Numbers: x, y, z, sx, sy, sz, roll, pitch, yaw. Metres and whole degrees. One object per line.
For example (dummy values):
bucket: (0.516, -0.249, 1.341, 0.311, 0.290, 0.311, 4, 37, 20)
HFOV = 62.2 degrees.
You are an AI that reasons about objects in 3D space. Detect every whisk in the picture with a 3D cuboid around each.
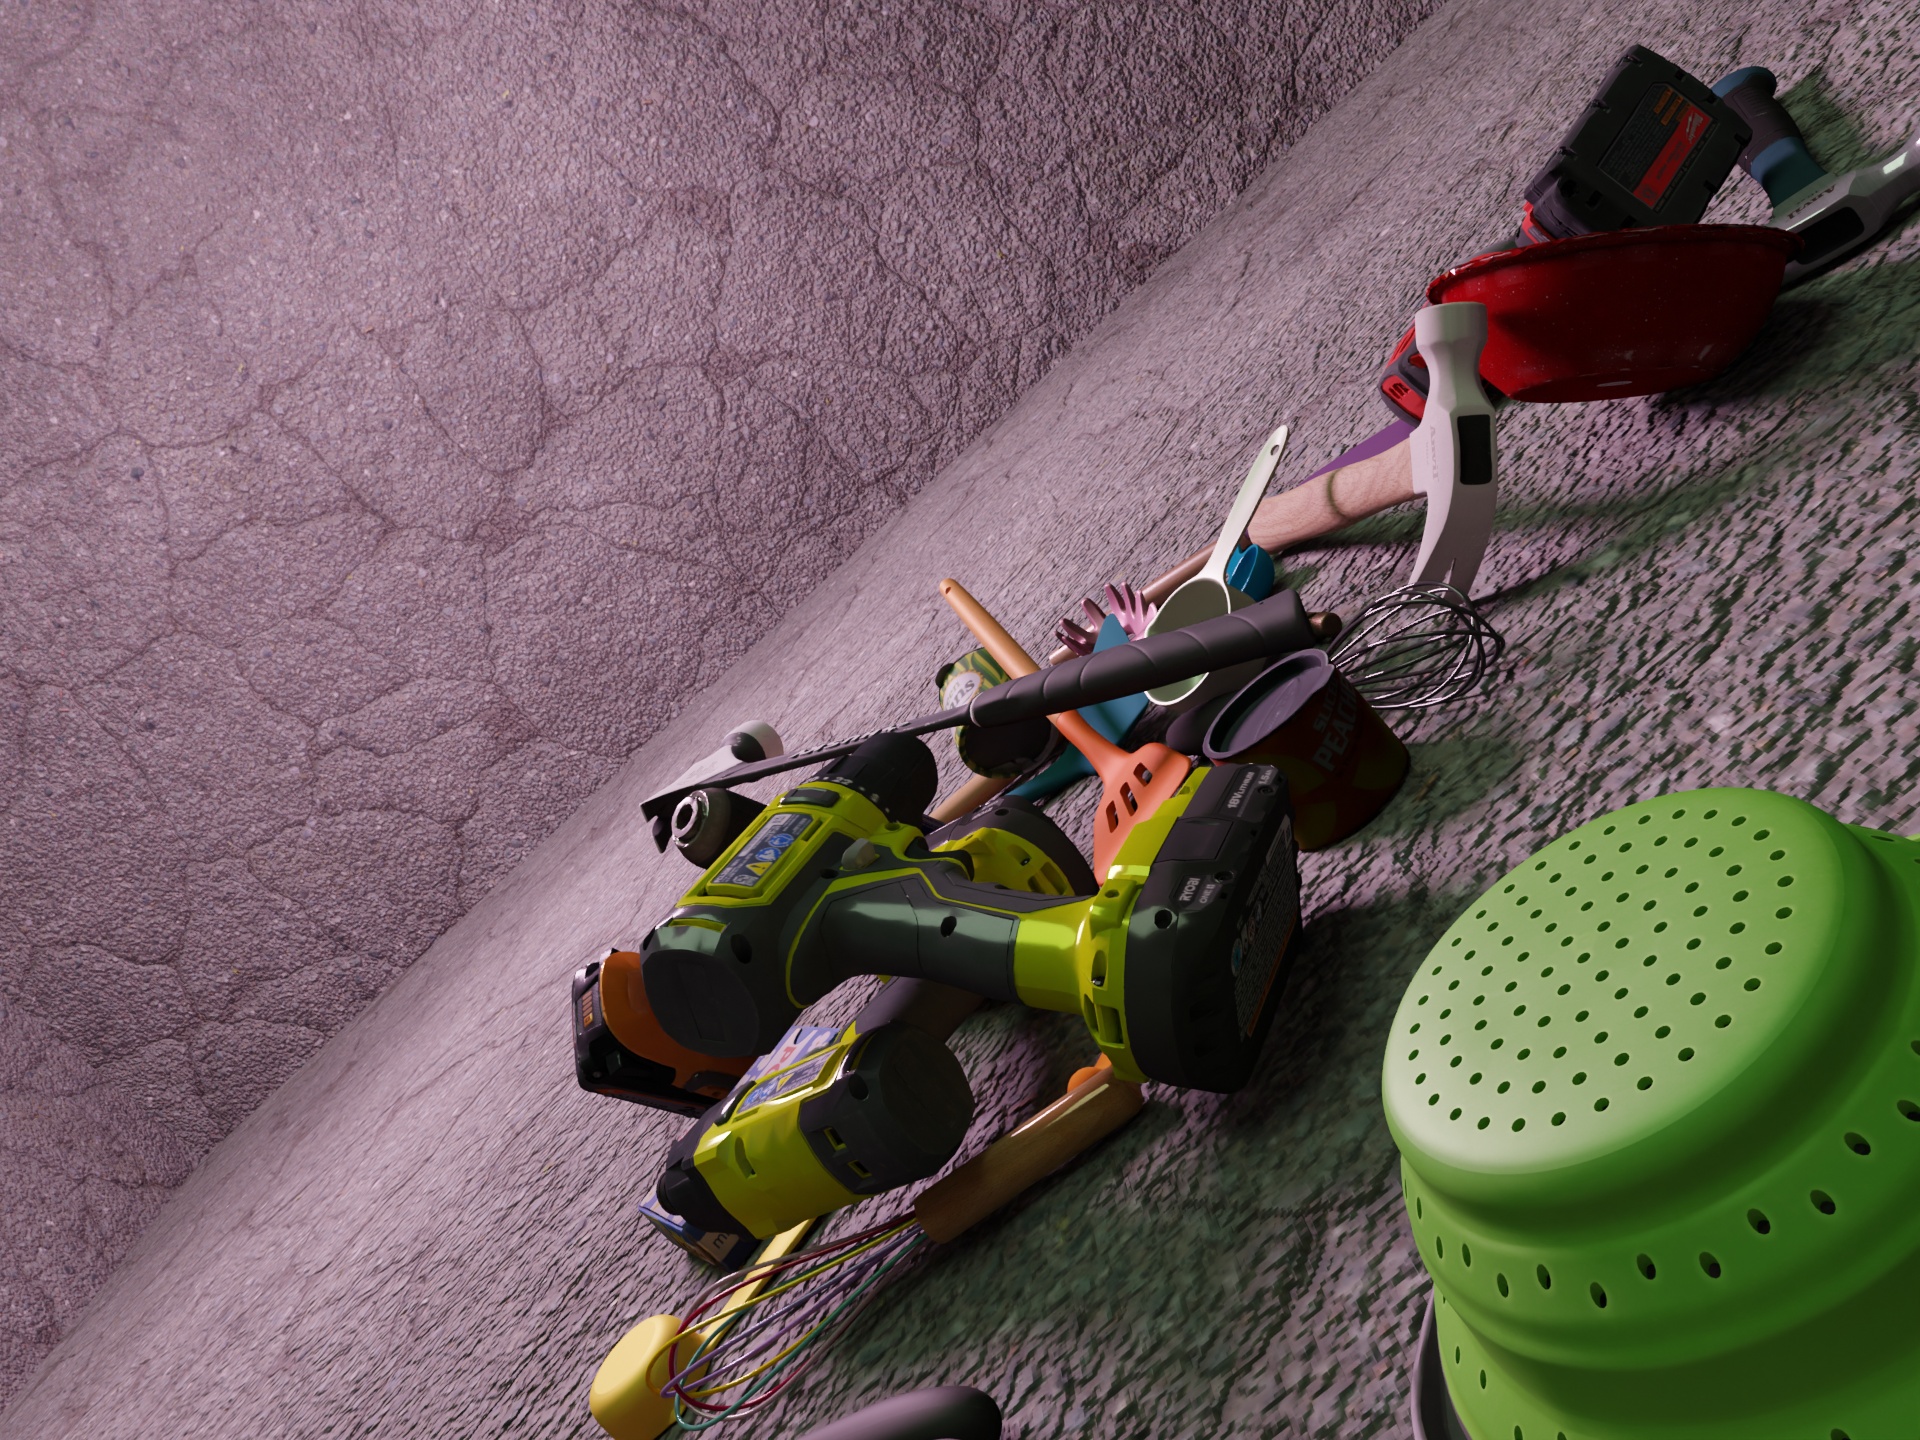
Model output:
whisk: (0.162, -0.014, 0.748, 0.055, 0.055, 0.239, -50, 10, -26)
whisk: (-0.103, 0.288, 0.570, 0.296, 0.073, 0.073, -31, 17, 26)
whisk: (-0.031, 0.210, 0.632, 0.245, 0.047, 0.051, -37, 13, 13)

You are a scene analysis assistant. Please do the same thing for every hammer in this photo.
hammer: (0.440, -0.306, 0.856, 0.128, 0.033, 0.331, -34, 16, 32)
hammer: (-0.001, -0.003, 0.870, 0.409, 0.036, 0.149, -15, 13, 30)
hammer: (0.209, -0.118, 0.851, 0.031, 0.130, 0.331, -4, 1, -4)

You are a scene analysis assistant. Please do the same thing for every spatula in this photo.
spatula: (0.175, -0.113, 1.081, 0.316, 0.018, 0.060, -33, 20, 36)
spatula: (0.046, -0.016, 0.929, 0.081, 0.041, 0.323, -55, 36, 13)
spatula: (0.002, 0.064, 0.987, 0.317, 0.044, 0.082, -41, 40, 21)

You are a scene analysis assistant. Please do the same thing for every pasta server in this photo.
pasta server: (0.140, -0.059, 0.976, 0.060, 0.040, 0.316, -42, 13, -13)

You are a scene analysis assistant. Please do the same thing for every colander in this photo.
colander: (0.133, 0.127, 0.274, 0.204, 0.094, 0.397, -34, 16, 37)

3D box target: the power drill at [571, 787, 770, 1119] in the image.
power drill: (-0.129, 0.128, 0.888, 0.226, 0.185, 0.084, -40, 44, 26)

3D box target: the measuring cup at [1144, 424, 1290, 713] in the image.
measuring cup: (0.155, -0.079, 0.873, 0.167, 0.038, 0.083, -66, 26, 0)

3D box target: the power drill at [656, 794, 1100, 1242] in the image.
power drill: (-0.037, 0.137, 0.724, 0.171, 0.080, 0.223, -31, 10, 37)

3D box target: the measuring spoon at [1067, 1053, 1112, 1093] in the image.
measuring spoon: (0.075, 0.116, 0.673, 0.021, 0.011, 0.117, -26, 22, 54)

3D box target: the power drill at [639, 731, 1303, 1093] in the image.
power drill: (0.013, 0.063, 0.629, 0.228, 0.080, 0.191, 2, 28, 25)

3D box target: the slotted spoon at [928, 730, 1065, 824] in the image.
slotted spoon: (-0.006, 0.062, 1.057, 0.314, 0.031, 0.070, -40, 2, 9)

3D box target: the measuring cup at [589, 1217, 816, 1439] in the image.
measuring cup: (-0.112, 0.262, 0.736, 0.156, 0.029, 0.062, -49, 14, -17)

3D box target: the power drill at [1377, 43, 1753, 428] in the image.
power drill: (0.326, -0.261, 0.888, 0.143, 0.078, 0.219, -53, 0, -19)

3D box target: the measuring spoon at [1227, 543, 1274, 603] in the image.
measuring spoon: (0.180, -0.099, 1.005, 0.129, 0.021, 0.042, -82, 17, -70)
